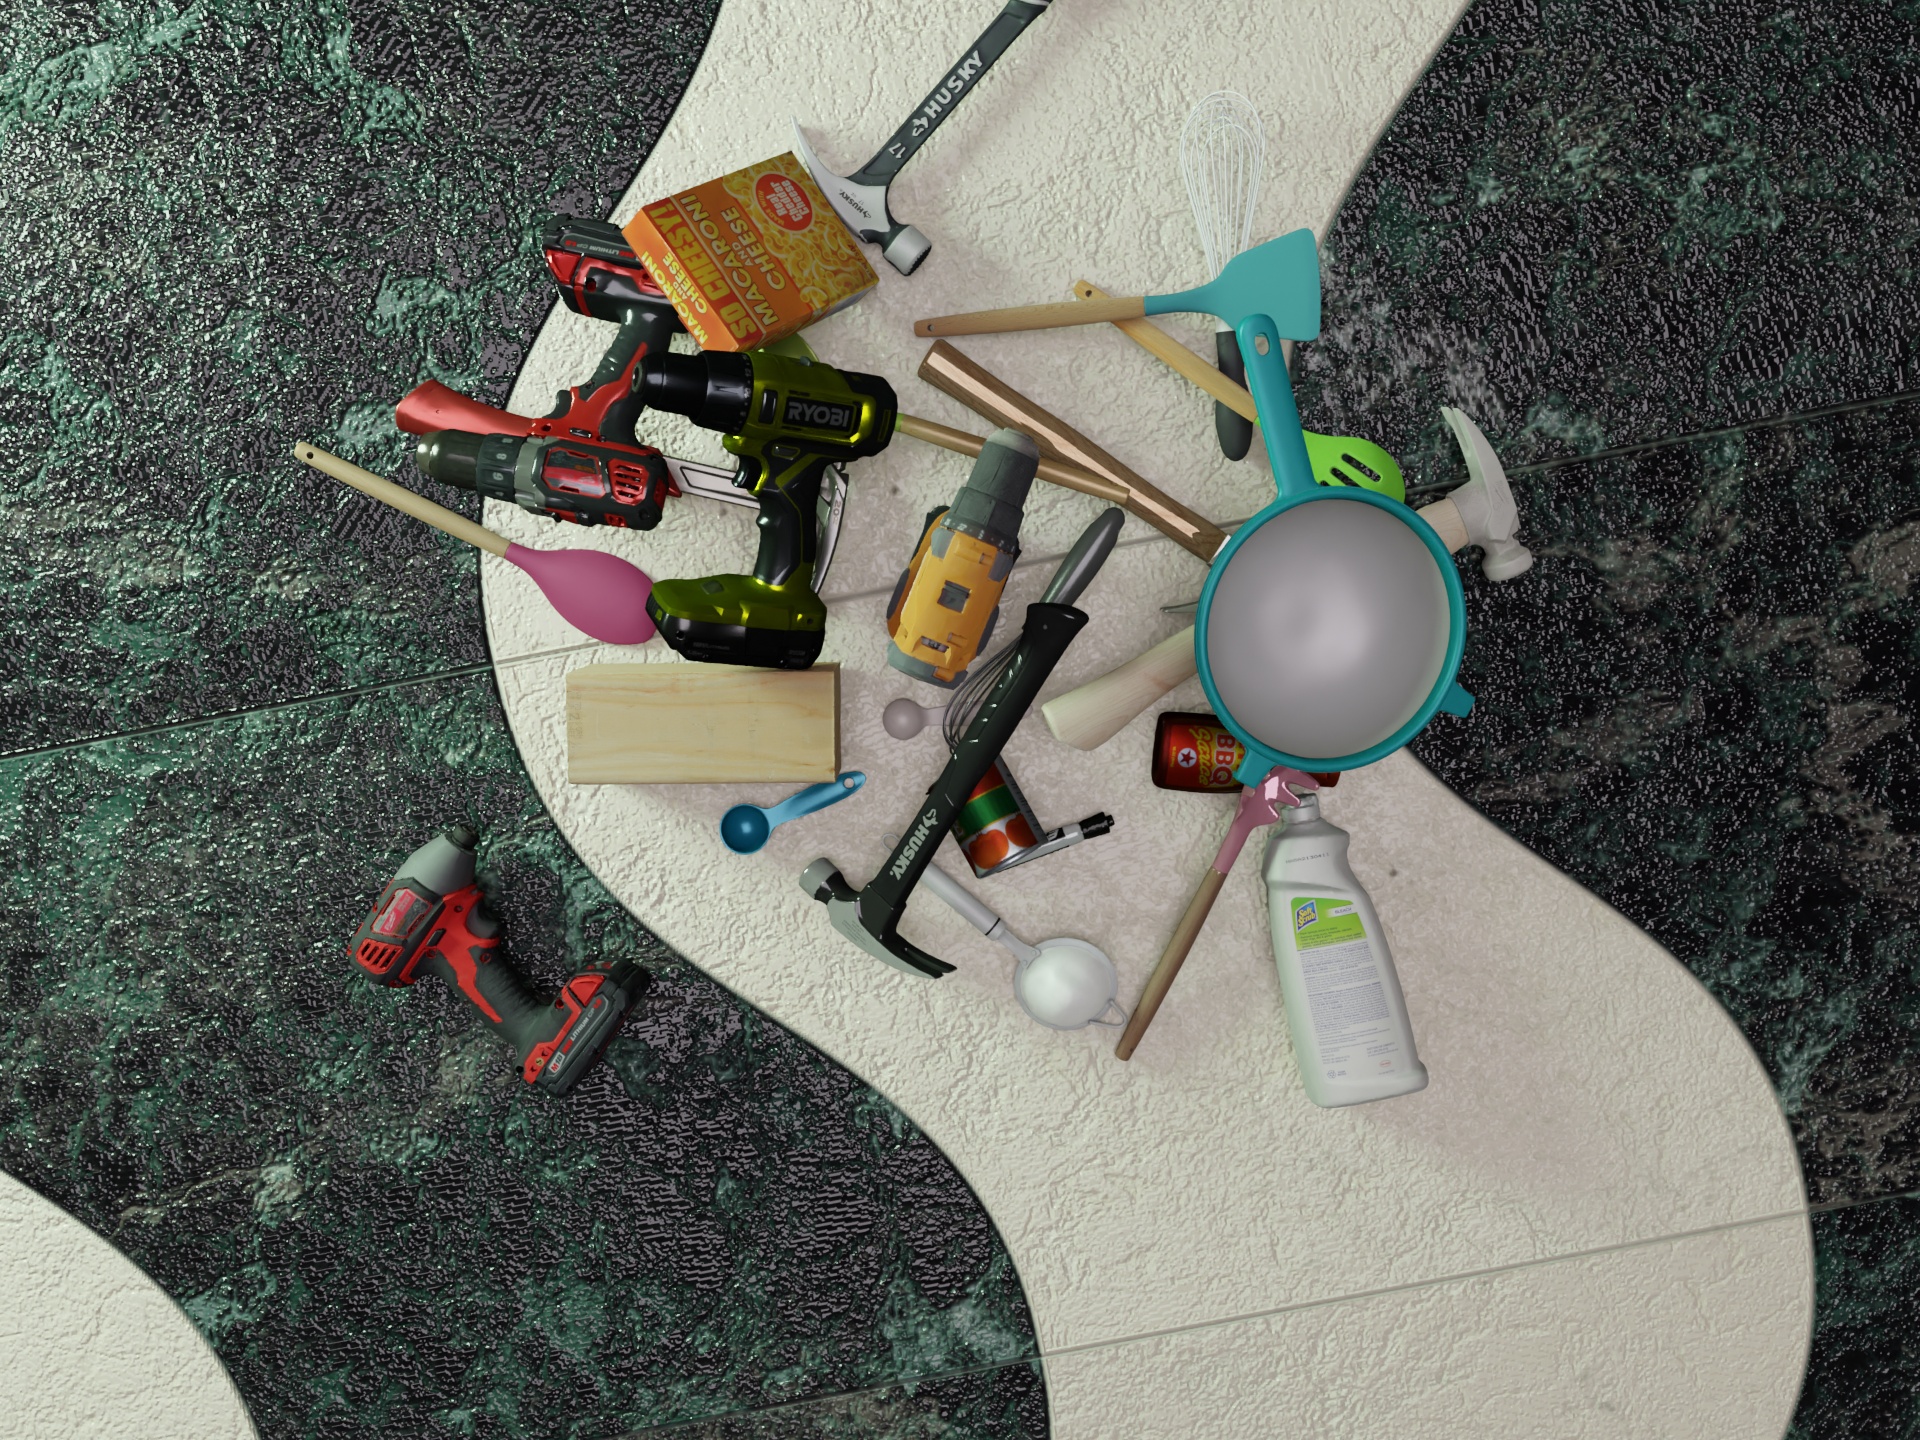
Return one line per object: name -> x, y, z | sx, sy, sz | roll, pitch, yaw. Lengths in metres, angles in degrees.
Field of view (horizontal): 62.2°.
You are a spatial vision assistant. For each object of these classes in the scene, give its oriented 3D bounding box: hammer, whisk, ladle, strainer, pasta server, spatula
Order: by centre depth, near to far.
strainer -> 0.247, -0.132, 1.191 | 0.211, 0.095, 0.340 | -18, 101, -7
hammer -> 0.003, 0.050, 1.224 | 0.146, 0.035, 0.334 | 41, 114, 20
spatula -> 0.116, -0.321, 1.236 | 0.317, 0.044, 0.082 | -3, 104, 12
ladle -> -0.017, -0.235, 1.243 | 0.320, 0.078, 0.062 | 19, 126, 3
hammer -> 0.036, -0.551, 1.247 | 0.149, 0.036, 0.409 | 41, 93, -3
whisk -> 0.210, -0.349, 1.259 | 0.070, 0.070, 0.284 | -4, 100, 0
hammer -> 0.249, -0.098, 1.262 | 0.410, 0.038, 0.146 | -27, 105, -2
whisk -> 0.060, -0.068, 1.264 | 0.055, 0.055, 0.239 | 34, 96, -4
hammer -> -0.271, -0.197, 1.273 | 0.359, 0.037, 0.149 | 13, 95, -2
hammer -> 0.110, -0.199, 1.280 | 0.331, 0.031, 0.130 | 33, 93, -3
pasta server -> 0.202, 0.147, 1.284 | 0.060, 0.040, 0.316 | 13, 109, -37
strainer -> 0.034, 0.179, 1.309 | 0.258, 0.050, 0.087 | 40, 108, 0

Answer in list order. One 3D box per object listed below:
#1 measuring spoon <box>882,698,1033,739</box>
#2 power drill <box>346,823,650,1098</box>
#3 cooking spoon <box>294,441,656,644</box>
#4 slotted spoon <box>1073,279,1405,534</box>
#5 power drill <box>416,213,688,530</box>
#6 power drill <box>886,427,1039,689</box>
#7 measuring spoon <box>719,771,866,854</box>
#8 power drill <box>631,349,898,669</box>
measuring spoon -> -0.002, -0.004, 1.301 | 0.124, 0.018, 0.034 | -5, 95, -1
power drill -> -0.370, 0.192, 1.288 | 0.219, 0.078, 0.143 | 35, 93, -1
cooking spoon -> -0.388, -0.148, 1.284 | 0.319, 0.017, 0.069 | 26, 93, -3
slotted spoon -> 0.212, -0.252, 1.243 | 0.314, 0.031, 0.070 | 39, 103, 12
power drill -> -0.302, -0.264, 1.218 | 0.188, 0.080, 0.227 | 11, 81, -1
power drill -> 0.004, -0.121, 1.186 | 0.084, 0.226, 0.185 | 22, 94, -3
measuring spoon -> -0.138, 0.071, 1.311 | 0.128, 0.021, 0.042 | -24, 94, -8
power drill -> -0.161, -0.161, 1.179 | 0.190, 0.080, 0.228 | 4, 112, -28
